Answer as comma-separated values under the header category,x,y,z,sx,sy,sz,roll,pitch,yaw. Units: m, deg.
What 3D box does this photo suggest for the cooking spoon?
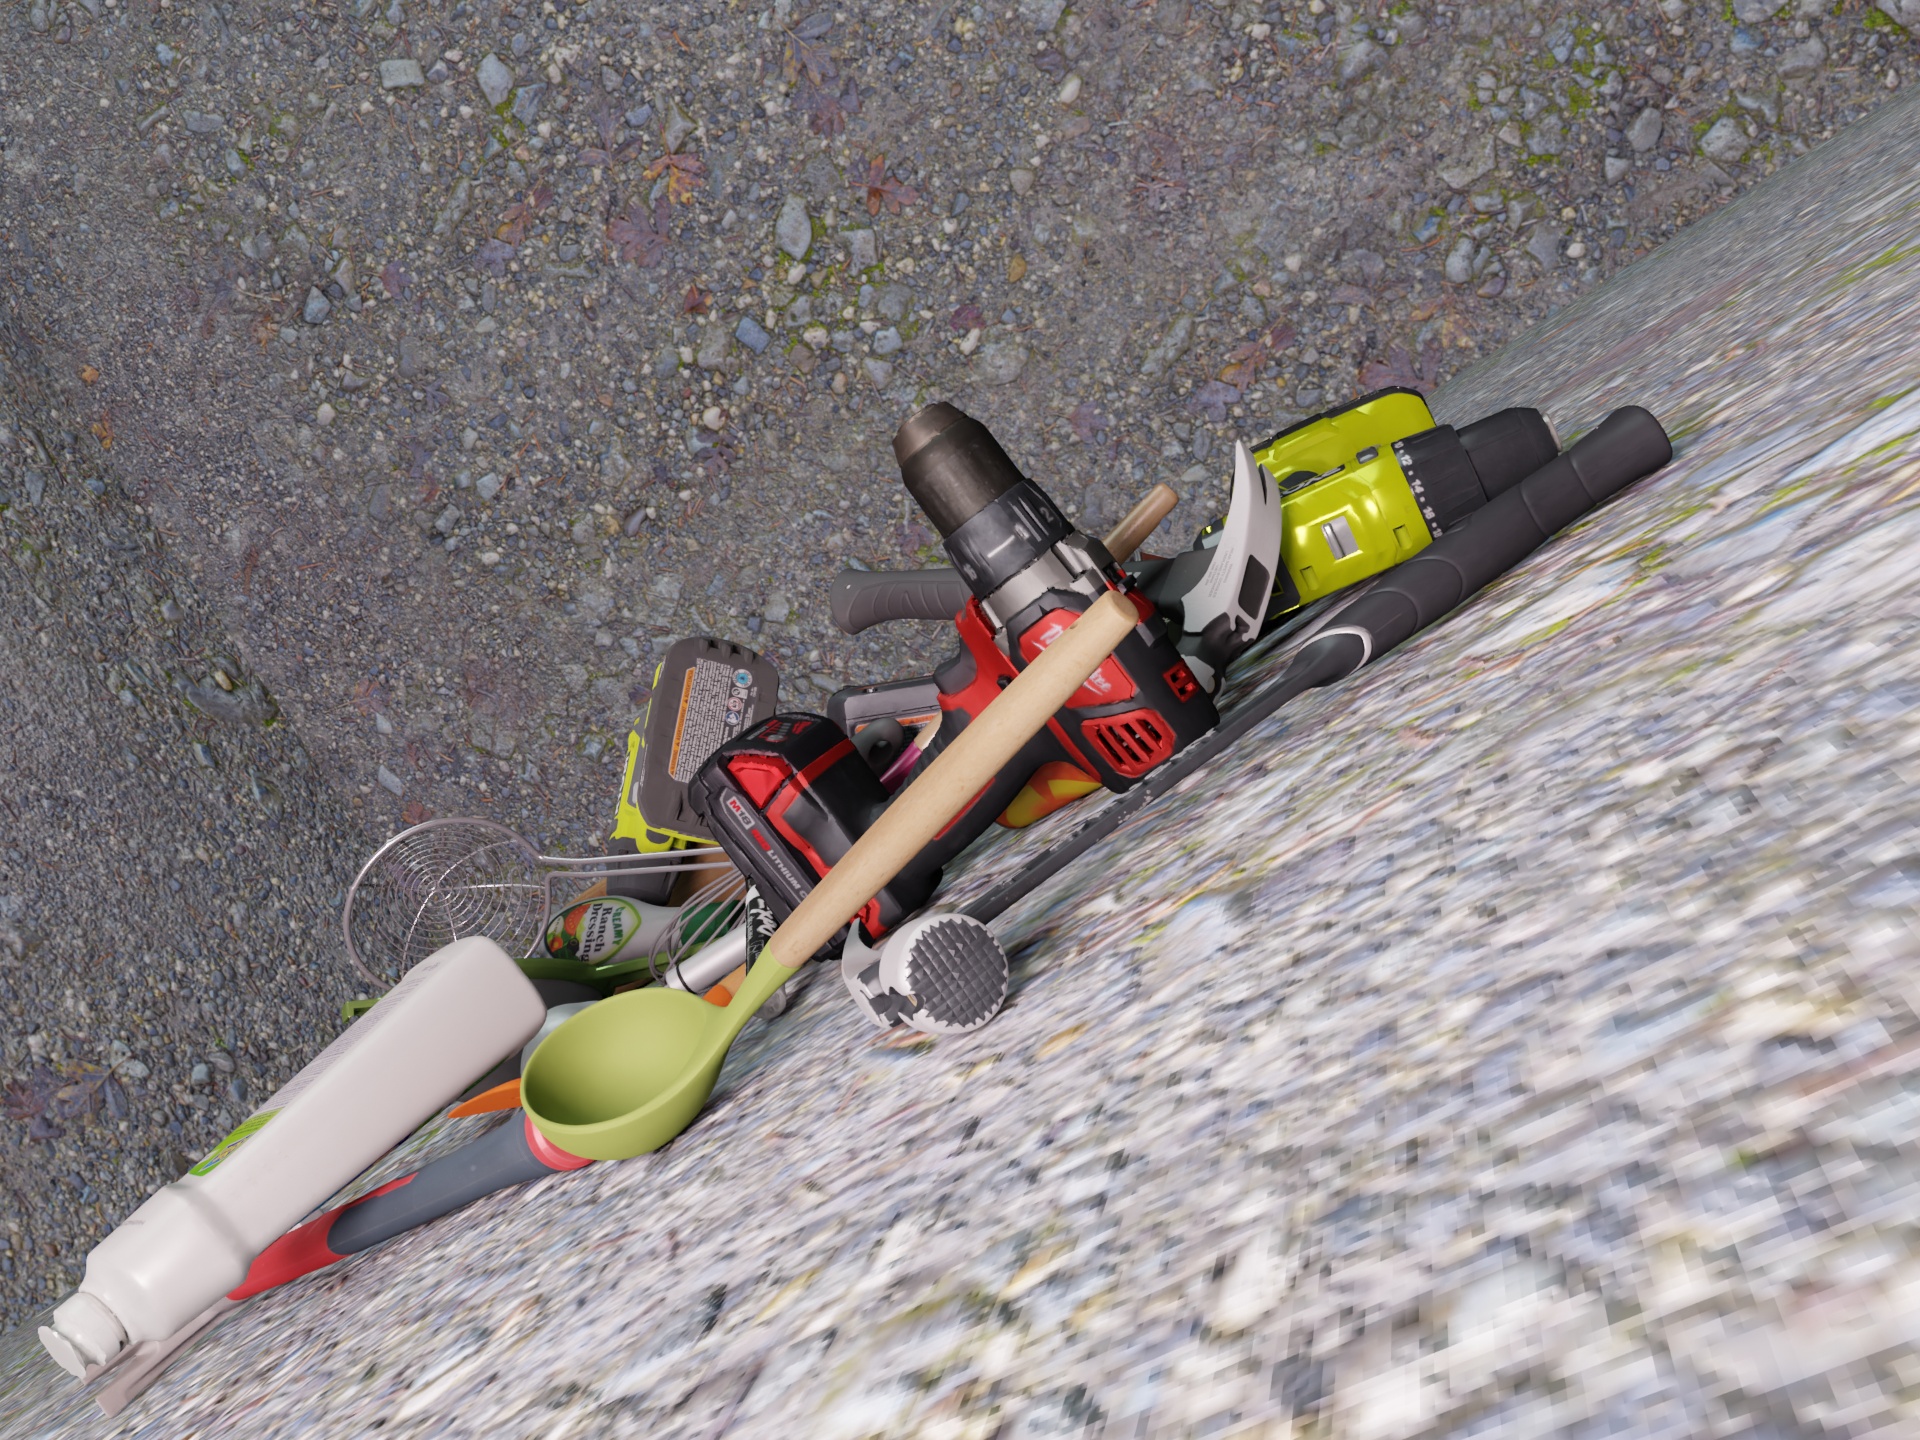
category,x,y,z,sx,sy,sz,roll,pitch,yaw
cooking spoon,-0.001,-0.003,0.829,0.319,0.017,0.069,-47,1,9

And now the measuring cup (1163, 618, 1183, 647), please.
category,x,y,z,sx,sy,sz,roll,pitch,yaw
measuring cup,0.083,-0.040,0.925,0.083,0.038,0.168,-32,13,-25

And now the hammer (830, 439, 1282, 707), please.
category,x,y,z,sx,sy,sz,roll,pitch,yaw
hammer,0.036,-0.077,0.898,0.335,0.035,0.146,4,64,49

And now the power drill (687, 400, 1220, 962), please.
category,x,y,z,sx,sy,sz,roll,pitch,yaw
power drill,-0.020,-0.013,0.719,0.226,0.188,0.080,-36,2,28

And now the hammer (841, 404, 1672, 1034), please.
category,x,y,z,sx,sy,sz,roll,pitch,yaw
hammer,0.124,-0.012,0.598,0.409,0.036,0.149,-34,2,-19

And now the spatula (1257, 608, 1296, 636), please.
category,x,y,z,sx,sy,sz,roll,pitch,yaw
spatula,0.144,-0.036,0.918,0.316,0.018,0.060,-34,2,-32

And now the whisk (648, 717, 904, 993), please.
category,x,y,z,sx,sy,sz,roll,pitch,yaw
whisk,-0.105,0.081,0.912,0.239,0.055,0.055,-48,-4,27

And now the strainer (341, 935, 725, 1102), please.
category,x,y,z,sx,sy,sz,roll,pitch,yaw
strainer,-0.245,0.193,1.006,0.256,0.069,0.151,-15,-24,11

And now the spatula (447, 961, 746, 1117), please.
category,x,y,z,sx,sy,sz,roll,pitch,yaw
spatula,-0.107,0.120,0.809,0.322,0.041,0.081,-33,0,-39

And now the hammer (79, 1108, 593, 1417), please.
category,x,y,z,sx,sy,sz,roll,pitch,yaw
hammer,-0.299,0.252,0.769,0.386,0.038,0.143,-31,5,39

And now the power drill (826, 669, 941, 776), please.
category,x,y,z,sx,sy,sz,roll,pitch,yaw
power drill,-0.041,0.015,1.011,0.185,0.084,0.226,-9,1,-2

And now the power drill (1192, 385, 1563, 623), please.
category,x,y,z,sx,sy,sz,roll,pitch,yaw
power drill,0.234,-0.134,0.915,0.190,0.080,0.228,-24,11,16

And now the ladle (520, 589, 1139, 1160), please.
category,x,y,z,sx,sy,sz,roll,pitch,yaw
ladle,-0.055,0.058,0.544,0.320,0.062,0.078,-46,13,32

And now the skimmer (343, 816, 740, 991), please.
category,x,y,z,sx,sy,sz,roll,pitch,yaw
skimmer,-0.201,0.106,0.980,0.363,0.127,0.090,-7,27,17

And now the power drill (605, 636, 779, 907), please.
category,x,y,z,sx,sy,sz,roll,pitch,yaw
power drill,-0.199,0.049,1.113,0.223,0.080,0.171,136,144,-60

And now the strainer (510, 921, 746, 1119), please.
category,x,y,z,sx,sy,sz,roll,pitch,yaw
strainer,-0.164,0.149,0.892,0.258,0.050,0.087,-33,21,4
